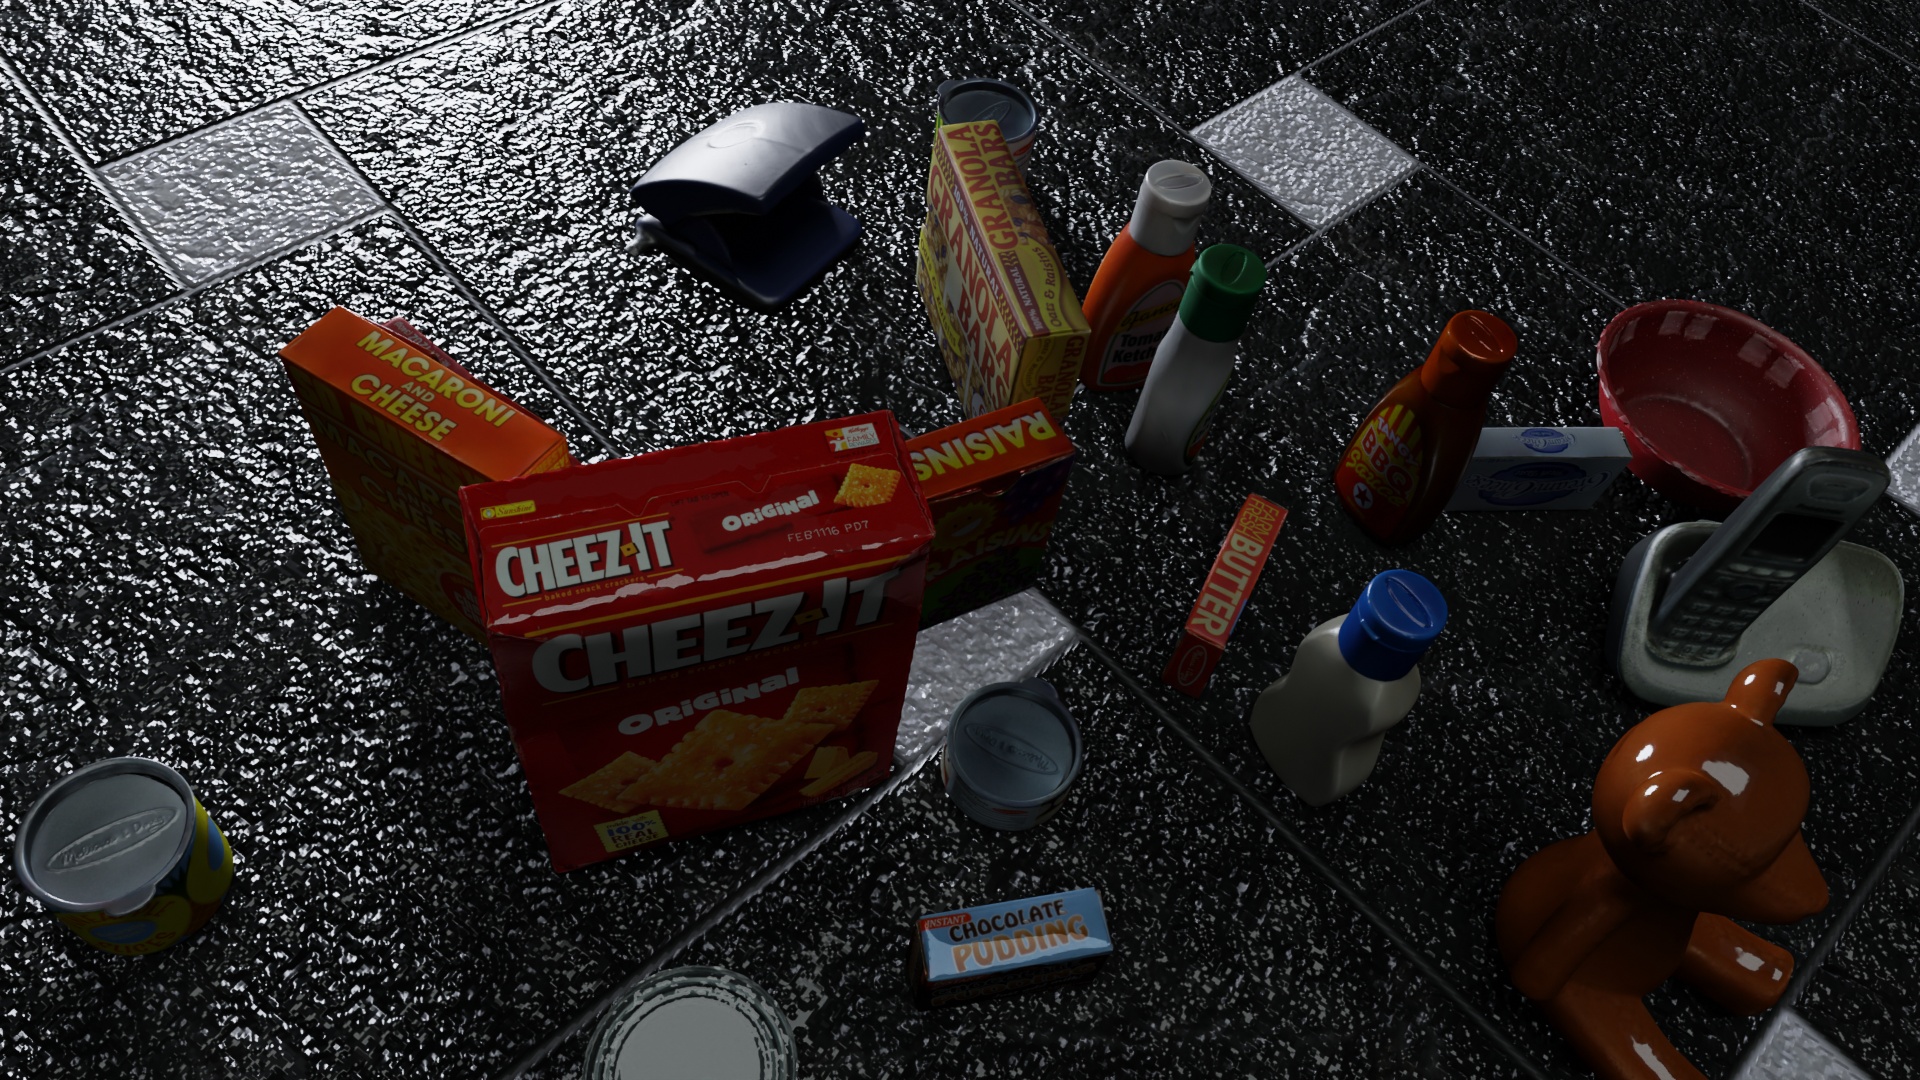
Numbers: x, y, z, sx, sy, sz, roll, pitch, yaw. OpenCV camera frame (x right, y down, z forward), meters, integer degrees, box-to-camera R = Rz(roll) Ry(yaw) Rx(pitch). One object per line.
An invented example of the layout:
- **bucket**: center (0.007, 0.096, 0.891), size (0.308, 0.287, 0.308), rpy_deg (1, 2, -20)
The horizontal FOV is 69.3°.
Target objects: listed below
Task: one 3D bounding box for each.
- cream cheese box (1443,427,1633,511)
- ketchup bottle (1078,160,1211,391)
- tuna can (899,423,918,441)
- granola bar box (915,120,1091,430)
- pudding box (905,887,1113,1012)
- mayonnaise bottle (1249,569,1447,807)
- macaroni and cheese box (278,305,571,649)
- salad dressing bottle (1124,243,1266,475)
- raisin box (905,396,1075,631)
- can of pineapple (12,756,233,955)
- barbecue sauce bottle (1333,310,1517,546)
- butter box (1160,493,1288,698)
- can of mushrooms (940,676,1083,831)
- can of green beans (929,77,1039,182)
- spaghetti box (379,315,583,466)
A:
- **cream cheese box**: center (0.331, -0.041, 0.813), size (0.104, 0.053, 0.024), rpy_deg (-1, 55, -10)
- **ketchup bottle**: center (0.106, -0.149, 0.795), size (0.065, 0.148, 0.044), rpy_deg (-15, 59, -18)
- **tuna can**: center (-0.048, -0.032, 0.759), size (0.071, 0.032, 0.071), rpy_deg (4, 55, -6)
- **granola bar box**: center (0.018, -0.135, 0.786), size (0.039, 0.123, 0.166), rpy_deg (-10, 57, -15)
- **pudding box**: center (0.021, 0.180, 0.610), size (0.084, 0.049, 0.030), rpy_deg (-6, 56, -13)
- **mayonnaise bottle**: center (0.183, 0.069, 0.654), size (0.041, 0.147, 0.065), rpy_deg (-23, 62, -23)
- **macaroni and cheese box**: center (-0.231, -0.015, 0.636), size (0.124, 0.165, 0.040), rpy_deg (29, 56, 12)
- **salad dressing bottle**: center (0.128, -0.097, 0.762), size (0.044, 0.146, 0.064), rpy_deg (26, 55, 9)
- **raisin box**: center (0.002, -0.009, 0.695), size (0.086, 0.122, 0.040), rpy_deg (-19, 60, -21)
- **can of pineapple**: center (-0.346, 0.134, 0.579), size (0.071, 0.057, 0.071), rpy_deg (4, 55, -6)
- **barbecue sauce bottle**: center (0.254, -0.062, 0.757), size (0.044, 0.147, 0.065), rpy_deg (-19, 60, -21)
- **butter box**: center (0.139, 0.028, 0.734), size (0.024, 0.052, 0.104), rpy_deg (26, 55, 9)
- **can of mushrooms**: center (0.025, 0.103, 0.675), size (0.071, 0.033, 0.071), rpy_deg (4, 55, -6)
- **can of green beans**: center (0.015, -0.261, 0.916), size (0.071, 0.057, 0.071), rpy_deg (4, 55, -6)
- **spaghetti box**: center (-0.217, -0.029, 0.719), size (0.250, 0.050, 0.029), rpy_deg (37, 58, 17)
